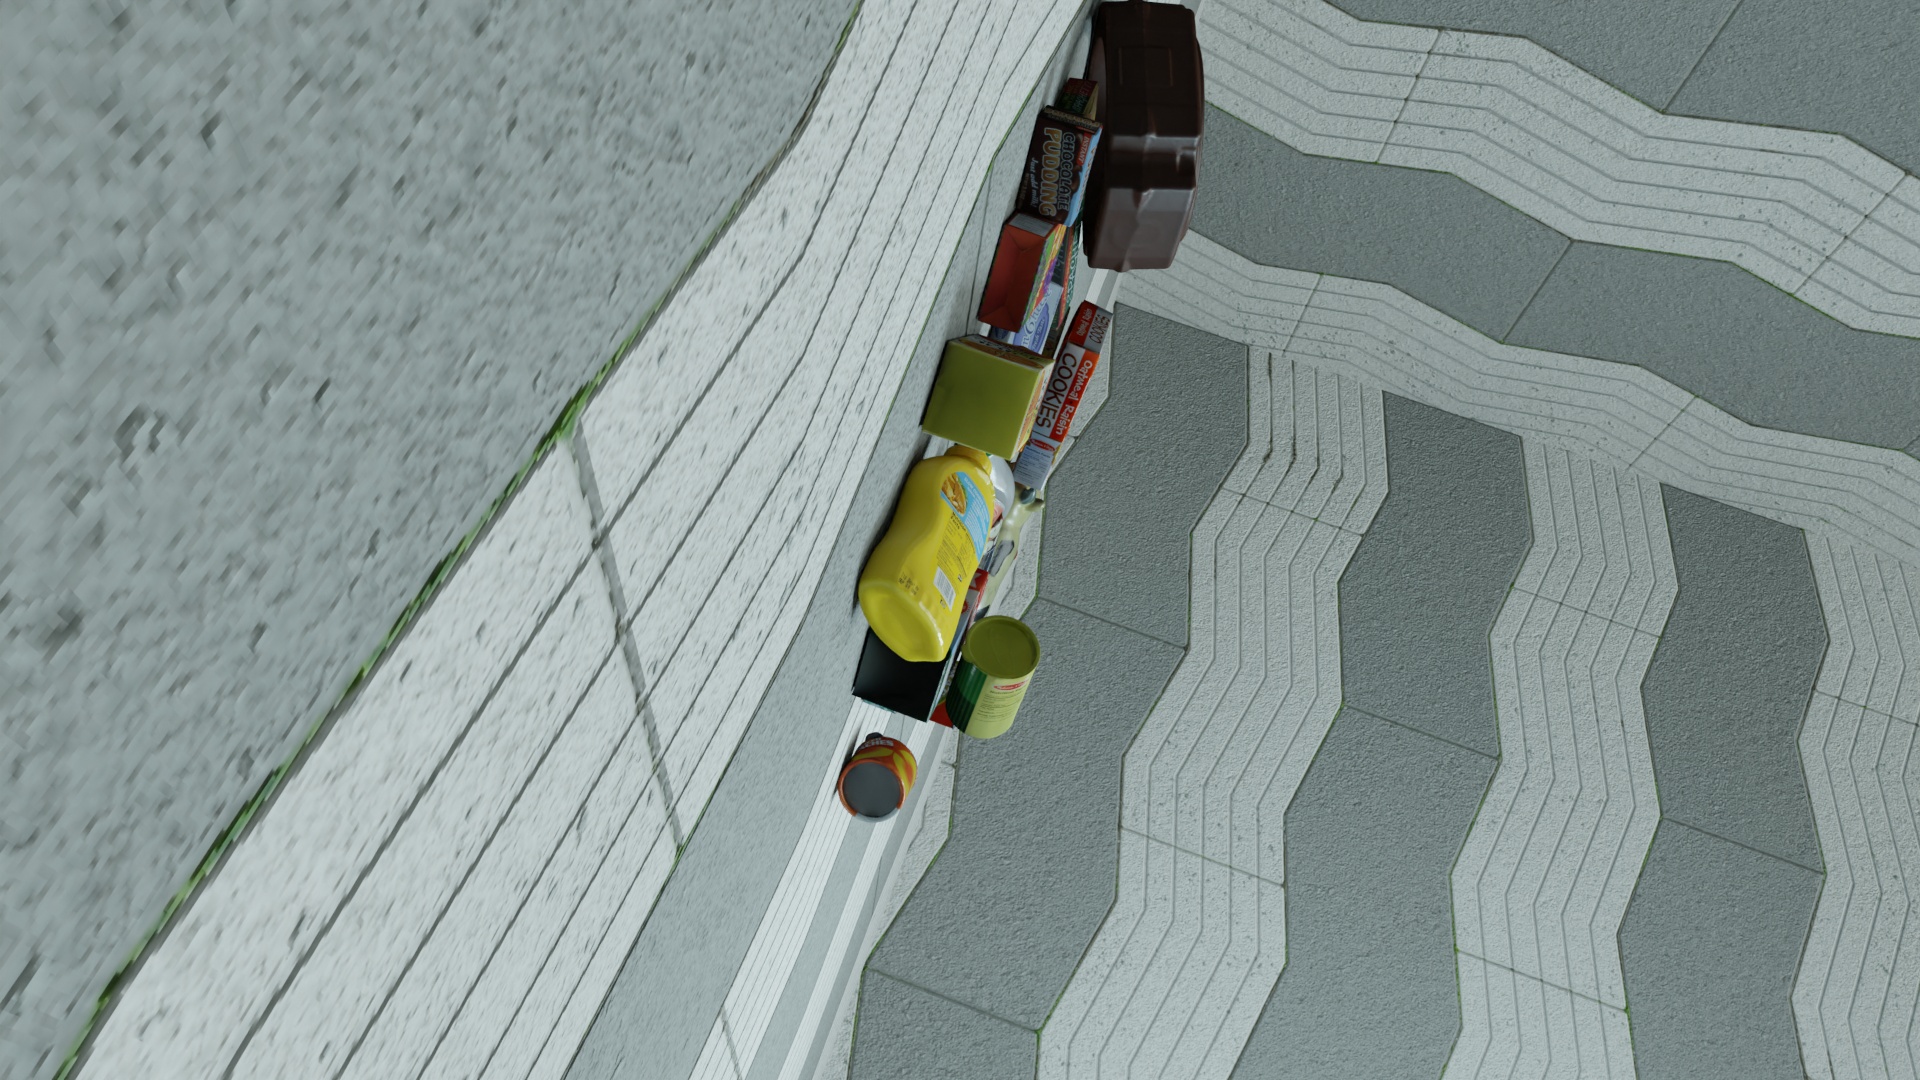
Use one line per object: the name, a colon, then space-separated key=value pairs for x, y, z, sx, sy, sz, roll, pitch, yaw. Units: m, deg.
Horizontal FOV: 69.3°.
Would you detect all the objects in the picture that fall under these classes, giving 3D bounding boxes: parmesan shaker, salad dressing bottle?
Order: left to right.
salad dressing bottle: x=0.021 y=-0.070 z=1.321 sx=0.146 sy=0.064 sz=0.044 roll=90 pitch=8 yaw=-54
parmesan shaker: x=0.024 y=0.122 z=1.230 sx=0.102 sy=0.071 sz=0.072 roll=108 pitch=4 yaw=-50

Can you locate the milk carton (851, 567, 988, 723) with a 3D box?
milk carton: x=-0.028 y=0.070 z=1.234 sx=0.191 sy=0.072 sz=0.073 roll=-62 pitch=171 yaw=-58

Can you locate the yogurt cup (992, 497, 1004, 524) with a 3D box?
yogurt cup: x=-0.002 y=-0.022 z=1.221 sx=0.054 sy=0.072 sz=0.072 roll=-62 pitch=174 yaw=-6

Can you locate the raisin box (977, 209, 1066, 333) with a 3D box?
raisin box: x=0.055 y=-0.234 z=1.165 sx=0.124 sy=0.040 sz=0.085 roll=-60 pitch=167 yaw=-60

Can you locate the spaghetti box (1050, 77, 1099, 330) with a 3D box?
spaghetti box: x=0.093 y=-0.298 z=1.259 sx=0.248 sy=0.029 sz=0.050 roll=93 pitch=17 yaw=-52

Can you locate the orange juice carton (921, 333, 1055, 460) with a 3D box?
orange juice carton: x=0.028 y=-0.119 z=1.108 sx=0.193 sy=0.073 sz=0.071 roll=-52 pitch=160 yaw=-77

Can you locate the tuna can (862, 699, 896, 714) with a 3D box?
tuna can: x=-0.064 y=0.124 z=1.272 sx=0.071 sy=0.033 sz=0.071 roll=15 pitch=94 yaw=-85

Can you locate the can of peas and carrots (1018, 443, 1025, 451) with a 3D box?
can of peas and carrots: x=0.042 y=-0.125 z=1.337 sx=0.071 sy=0.059 sz=0.071 roll=15 pitch=94 yaw=-85

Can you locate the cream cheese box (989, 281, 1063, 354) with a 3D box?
cream cheese box: x=0.056 y=-0.193 z=1.273 sx=0.053 sy=0.024 sz=0.103 roll=9 pitch=102 yaw=-47

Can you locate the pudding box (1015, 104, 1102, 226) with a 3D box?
pudding box: x=0.079 y=-0.299 z=1.110 sx=0.030 sy=0.050 sz=0.083 roll=-63 pitch=171 yaw=-48

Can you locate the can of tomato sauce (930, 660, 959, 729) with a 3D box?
can of tomato sauce: x=-0.034 y=0.142 z=1.378 sx=0.071 sy=0.083 sz=0.071 roll=15 pitch=94 yaw=-85

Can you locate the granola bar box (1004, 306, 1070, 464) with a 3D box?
granola bar box: x=0.069 y=-0.169 z=1.499 sx=0.165 sy=0.039 sz=0.124 roll=110 pitch=1 yaw=-69

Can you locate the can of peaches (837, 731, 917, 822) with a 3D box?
can of peaches: x=-0.080 y=0.225 z=1.323 sx=0.058 sy=0.071 sz=0.071 roll=-52 pitch=161 yaw=-74

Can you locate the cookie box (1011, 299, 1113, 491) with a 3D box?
cookie box: x=0.105 y=-0.152 z=1.446 sx=0.123 sy=0.040 sz=0.166 roll=-67 pitch=180 yaw=-60

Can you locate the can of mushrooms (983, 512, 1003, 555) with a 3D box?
can of mushrooms: x=0.005 y=-0.016 z=1.295 sx=0.071 sy=0.071 sz=0.033 roll=-65 pitch=172 yaw=-48

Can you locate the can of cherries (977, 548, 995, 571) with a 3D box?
can of cherries: x=0.001 y=0.016 z=1.432 sx=0.071 sy=0.058 sz=0.071 roll=16 pitch=94 yaw=-84
